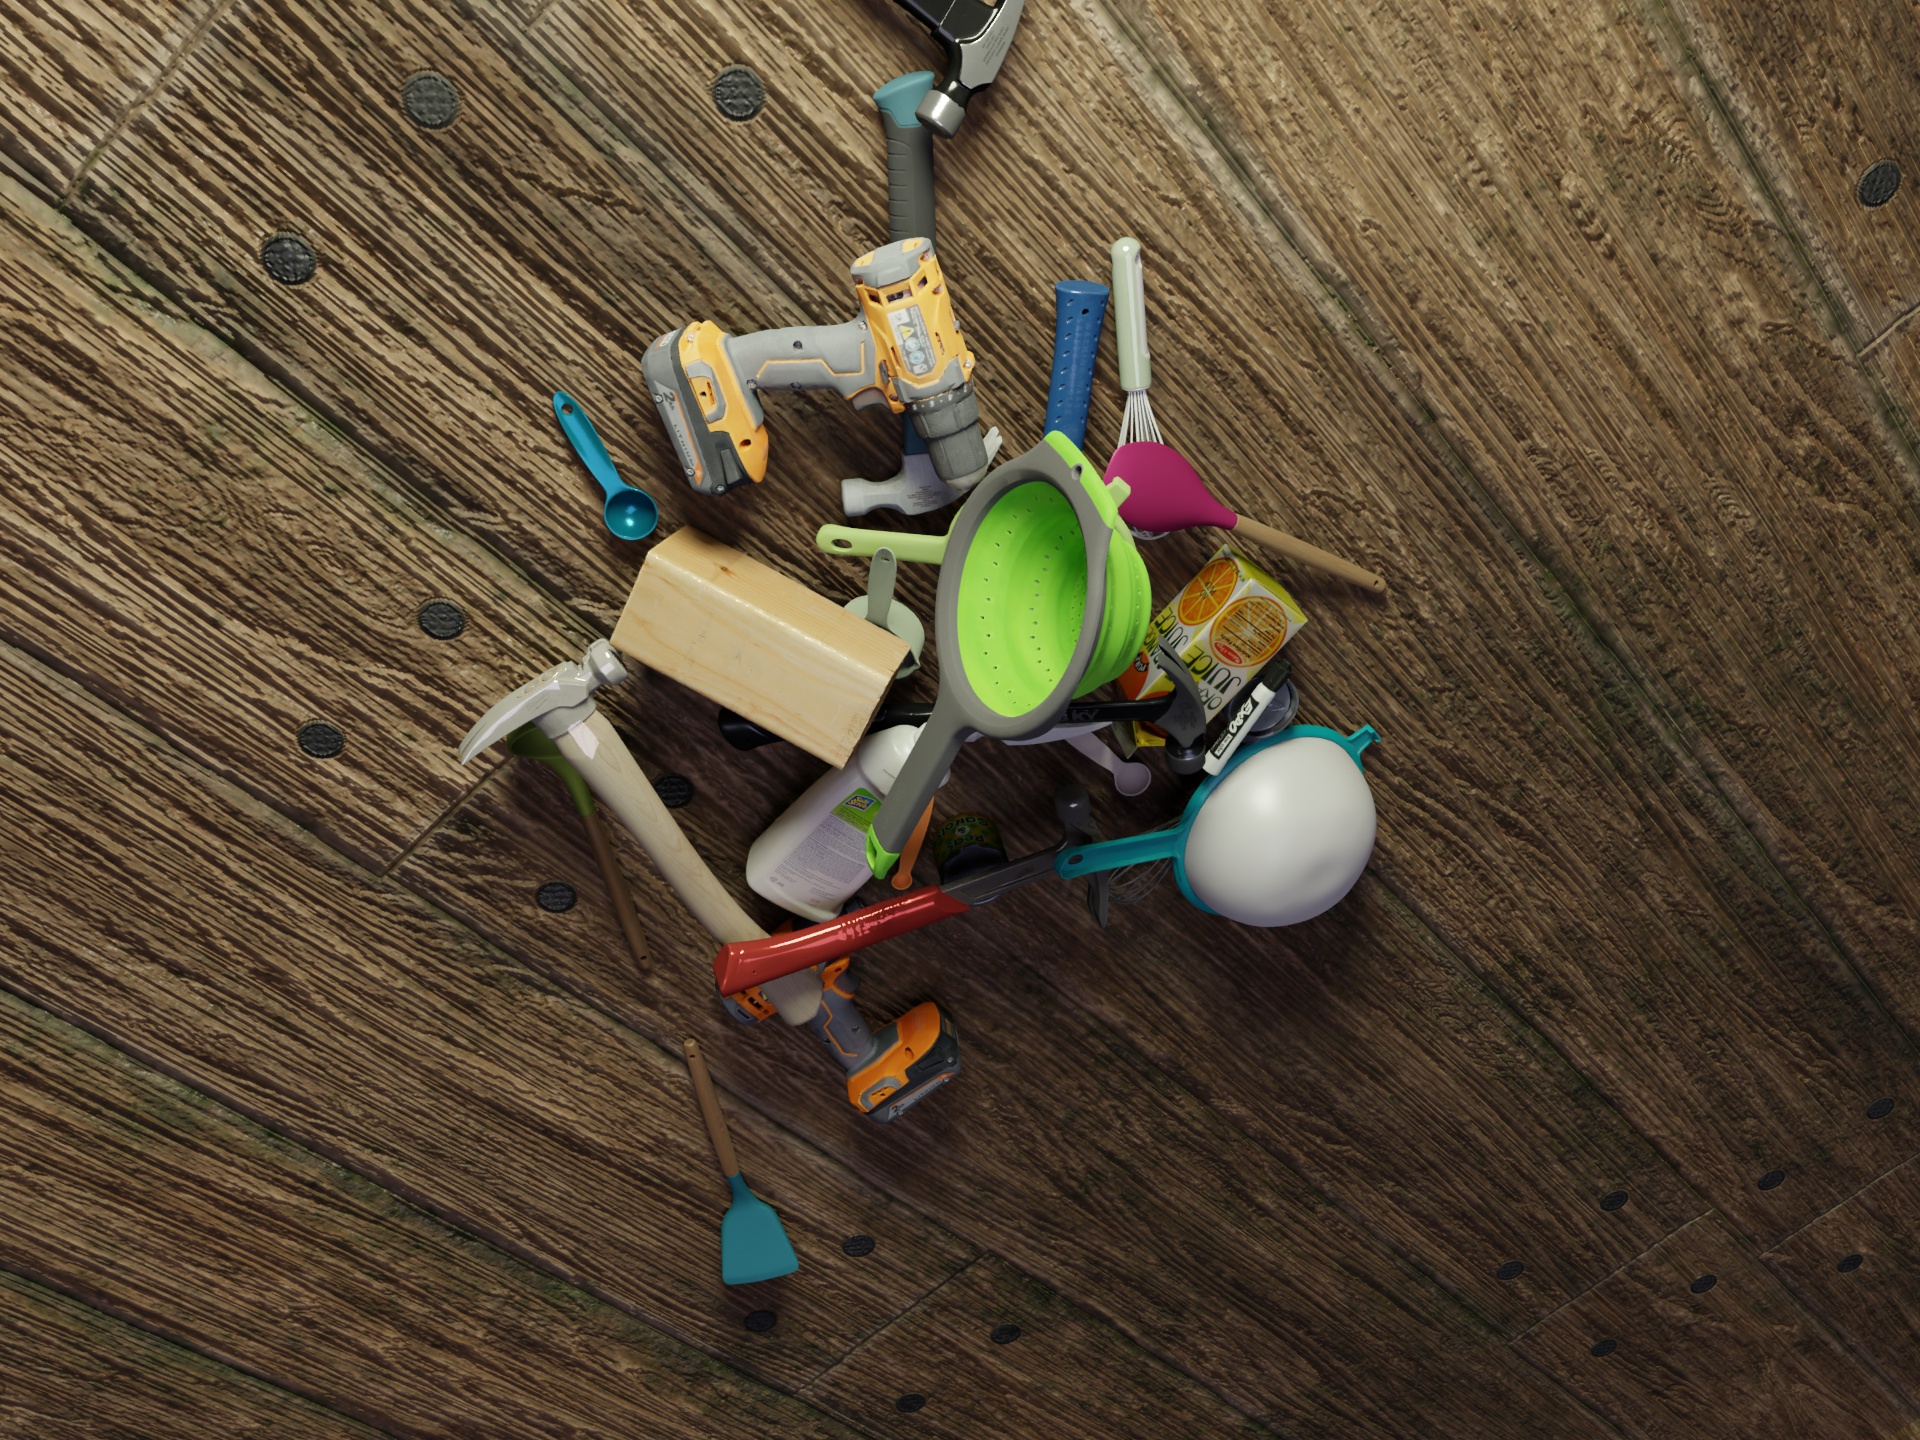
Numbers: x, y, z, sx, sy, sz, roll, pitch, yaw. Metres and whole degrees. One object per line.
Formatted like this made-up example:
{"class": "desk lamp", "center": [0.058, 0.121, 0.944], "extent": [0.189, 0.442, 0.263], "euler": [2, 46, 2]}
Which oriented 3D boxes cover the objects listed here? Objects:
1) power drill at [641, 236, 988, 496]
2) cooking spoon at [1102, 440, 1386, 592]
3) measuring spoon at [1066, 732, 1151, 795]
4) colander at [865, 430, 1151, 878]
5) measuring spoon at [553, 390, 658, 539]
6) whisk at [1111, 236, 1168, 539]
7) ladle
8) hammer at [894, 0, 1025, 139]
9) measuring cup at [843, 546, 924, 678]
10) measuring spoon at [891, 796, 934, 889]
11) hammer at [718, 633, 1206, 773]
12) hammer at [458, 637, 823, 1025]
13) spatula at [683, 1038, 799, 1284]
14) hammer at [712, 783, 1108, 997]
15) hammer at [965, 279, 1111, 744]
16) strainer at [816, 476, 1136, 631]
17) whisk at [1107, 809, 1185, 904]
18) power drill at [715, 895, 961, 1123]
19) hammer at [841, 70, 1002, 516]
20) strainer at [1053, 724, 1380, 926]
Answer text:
{"class": "power drill", "center": [-0.098, -0.235, 1.178], "extent": [0.226, 0.084, 0.185], "euler": [-16, 117, 10]}
{"class": "cooking spoon", "center": [0.244, -0.158, 1.321], "extent": [0.318, 0.017, 0.069], "euler": [17, 97, -33]}
{"class": "measuring spoon", "center": [0.124, 0.025, 1.450], "extent": [0.124, 0.018, 0.034], "euler": [38, 103, -21]}
{"class": "colander", "center": [0.038, -0.024, 1.204], "extent": [0.094, 0.205, 0.397], "euler": [5, 129, -33]}
{"class": "measuring spoon", "center": [-0.277, -0.199, 1.232], "extent": [0.042, 0.021, 0.128], "euler": [-26, 113, 5]}
{"class": "whisk", "center": [0.140, -0.257, 1.258], "extent": [0.059, 0.058, 0.246], "euler": [4, 121, 22]}
{"class": "ladle", "center": [-0.317, 0.107, 1.387], "extent": [0.078, 0.062, 0.319], "euler": [-17, 126, -8]}
{"class": "hammer", "center": [-0.103, -0.538, 1.033], "extent": [0.334, 0.035, 0.146], "euler": [29, 97, -21]}
{"class": "measuring cup", "center": [-0.061, -0.096, 1.282], "extent": [0.083, 0.038, 0.167], "euler": [19, 146, 5]}
{"class": "measuring spoon", "center": [-0.044, 0.105, 1.467], "extent": [0.021, 0.011, 0.116], "euler": [8, 116, -16]}
{"class": "hammer", "center": [-0.002, -0.004, 1.327], "extent": [0.409, 0.036, 0.149], "euler": [-2, 142, 9]}
{"class": "hammer", "center": [-0.246, 0.124, 1.343], "extent": [0.146, 0.038, 0.410], "euler": [-33, 121, -2]}
{"class": "spatula", "center": [-0.237, 0.449, 1.619], "extent": [0.082, 0.044, 0.317], "euler": [-11, 122, 0]}
{"class": "hammer", "center": [-0.041, 0.175, 1.402], "extent": [0.359, 0.037, 0.149], "euler": [-19, 122, -12]}
{"class": "hammer", "center": [0.079, -0.156, 1.311], "extent": [0.144, 0.035, 0.405], "euler": [2, 120, -9]}
{"class": "strainer", "center": [0.016, -0.147, 1.261], "extent": [0.256, 0.069, 0.151], "euler": [6, 132, 11]}
{"class": "whisk", "center": [0.217, 0.090, 1.487], "extent": [0.239, 0.055, 0.055], "euler": [-42, 120, 10]}
{"class": "power drill", "center": [-0.099, 0.269, 1.515], "extent": [0.164, 0.084, 0.226], "euler": [-38, 116, 13]}
{"class": "hammer", "center": [-0.035, -0.311, 1.197], "extent": [0.128, 0.033, 0.330], "euler": [-6, 122, -7]}
{"class": "strainer", "center": [0.250, 0.123, 1.432], "extent": [0.340, 0.095, 0.210], "euler": [-8, 123, -26]}
